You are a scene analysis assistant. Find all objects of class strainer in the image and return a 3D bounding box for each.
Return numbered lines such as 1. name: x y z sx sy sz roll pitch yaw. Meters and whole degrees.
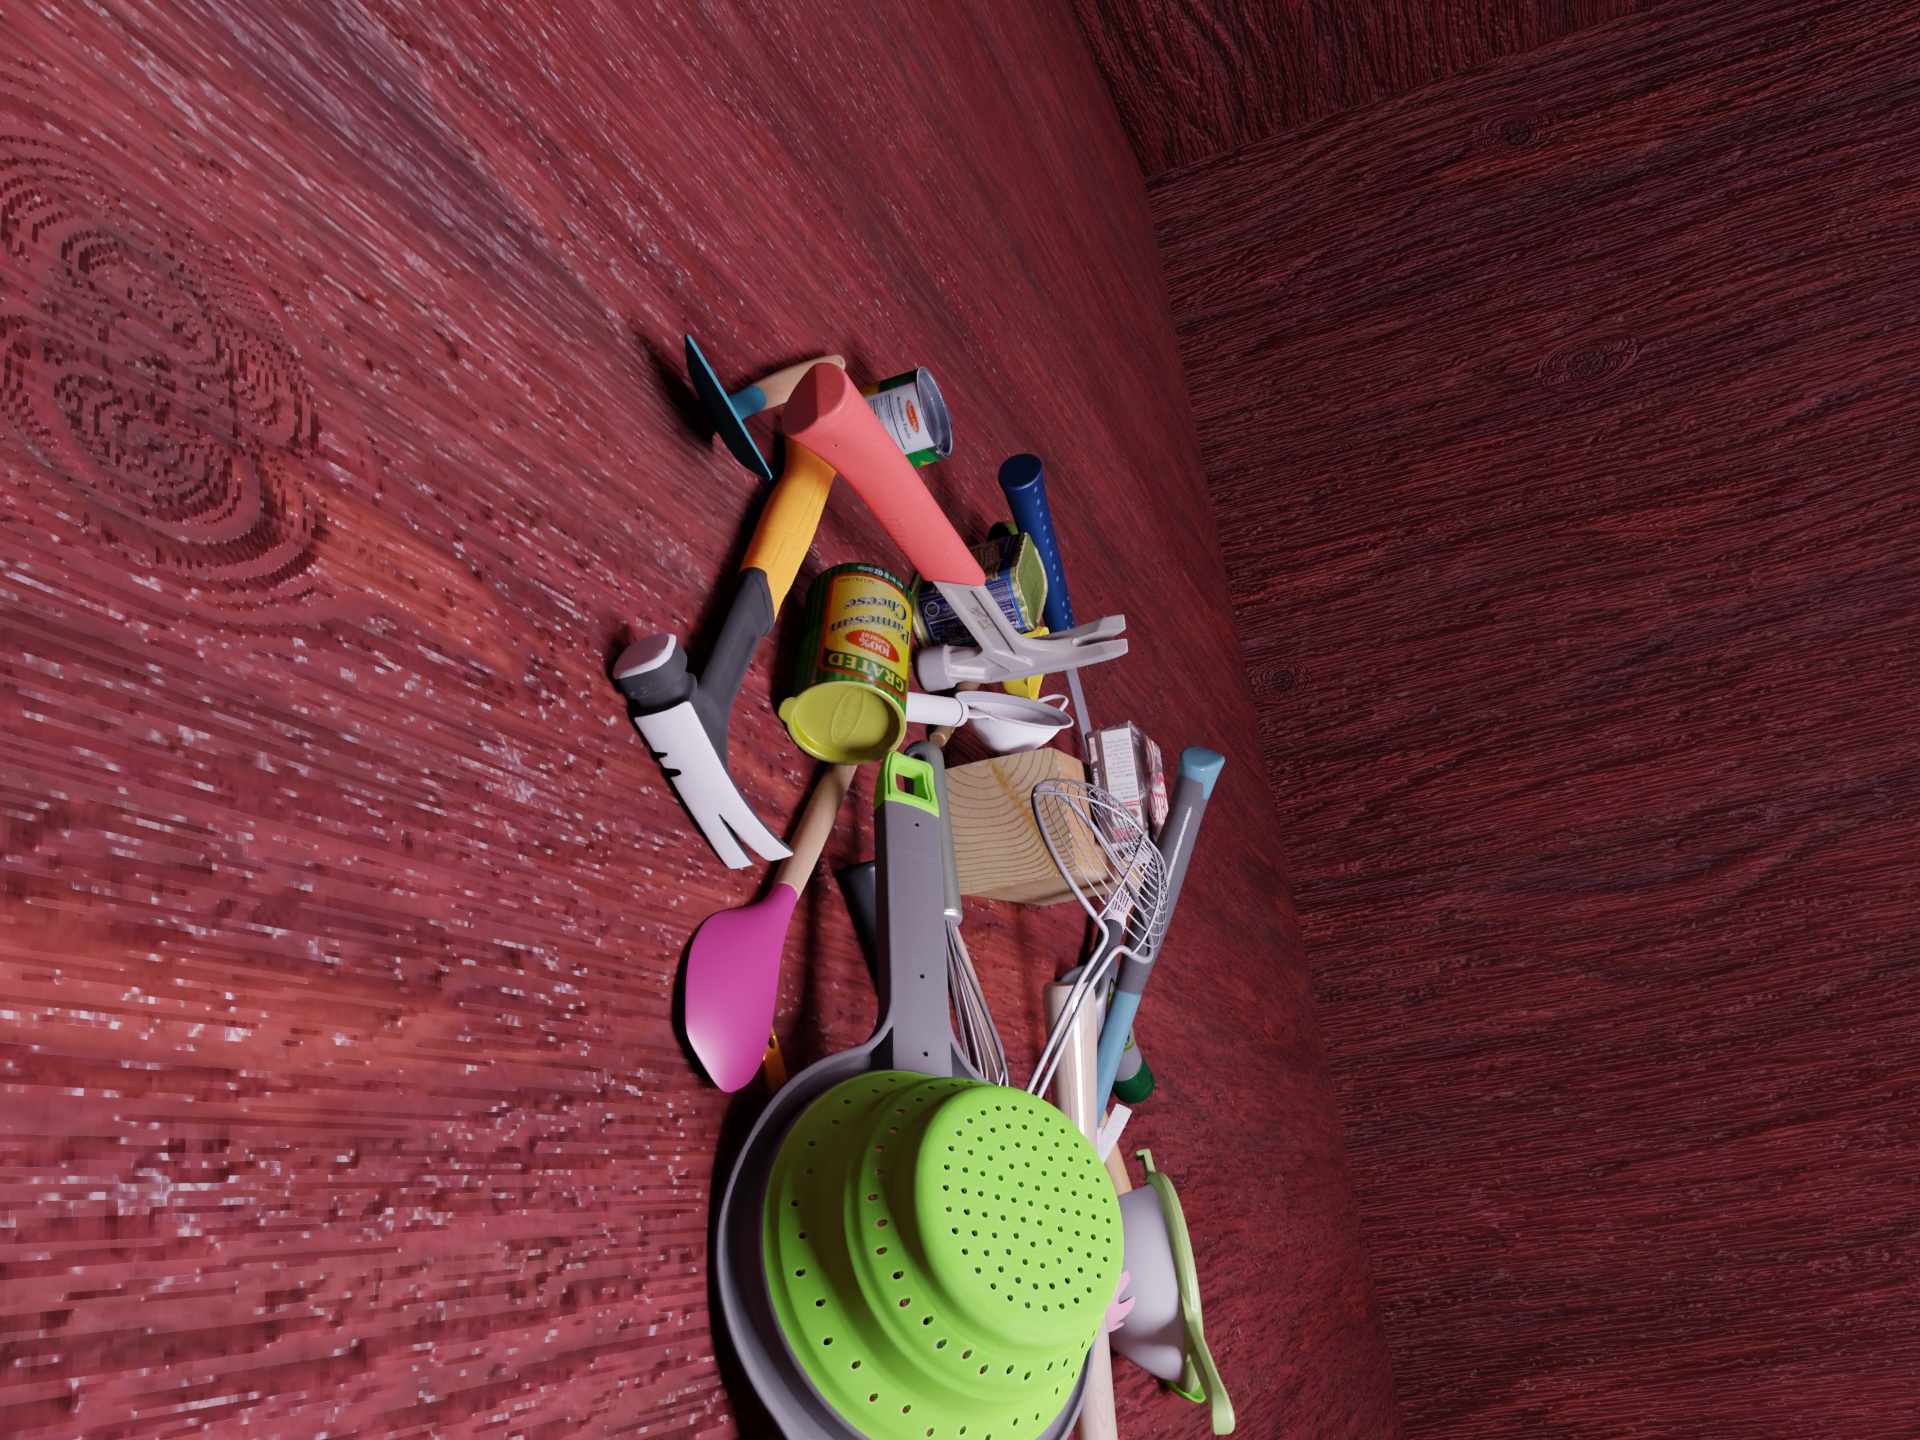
1. strainer: 0.128 0.411 1.087 0.256 0.069 0.151 -116 -159 -82
2. strainer: -0.002 -0.003 1.069 0.258 0.087 0.050 7 101 -56

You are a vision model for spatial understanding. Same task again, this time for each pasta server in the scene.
1. pasta server: 0.039 0.263 1.043 0.040 0.060 0.316 -26 97 -65

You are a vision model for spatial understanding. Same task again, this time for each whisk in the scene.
1. whisk: -0.011 0.118 0.879 0.059 0.058 0.247 34 40 -48
2. whisk: 0.144 0.166 1.444 0.285 0.070 0.070 -65 138 -58

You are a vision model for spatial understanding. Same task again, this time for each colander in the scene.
1. colander: -0.001 0.162 0.745 0.204 0.094 0.398 20 47 -28

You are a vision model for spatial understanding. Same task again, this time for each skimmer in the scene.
1. skimmer: 0.029 0.193 0.913 0.127 0.090 0.363 47 57 -31

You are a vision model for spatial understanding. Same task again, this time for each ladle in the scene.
1. ladle: 0.013 -0.068 1.246 0.320 0.062 0.078 -63 157 -56

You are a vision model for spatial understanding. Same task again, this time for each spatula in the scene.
1. spatula: -0.105 -0.198 0.944 0.082 0.044 0.317 59 19 -11

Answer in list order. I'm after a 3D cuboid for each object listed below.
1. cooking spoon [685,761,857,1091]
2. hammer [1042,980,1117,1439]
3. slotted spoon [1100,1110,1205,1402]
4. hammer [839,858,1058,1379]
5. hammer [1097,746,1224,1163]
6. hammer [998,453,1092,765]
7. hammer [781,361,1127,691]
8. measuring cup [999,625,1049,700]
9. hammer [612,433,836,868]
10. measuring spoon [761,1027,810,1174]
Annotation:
1. cooking spoon: -0.085 0.076 0.826 0.068 0.017 0.319 63 19 -21
2. hammer: 0.076 0.368 0.968 0.146 0.038 0.411 14 72 -76
3. slotted spoon: 0.137 0.405 1.276 0.070 0.031 0.313 -42 115 -72
4. hammer: -0.006 0.234 0.929 0.146 0.035 0.334 -53 127 -70
5. hammer: 0.123 0.178 1.123 0.128 0.033 0.331 13 95 -69
6. hammer: 0.091 -0.053 1.333 0.405 0.035 0.144 72 28 -44
7. hammer: -0.007 -0.107 0.971 0.358 0.149 0.037 50 32 -62
8. measuring cup: 0.044 -0.006 1.256 0.062 0.029 0.156 -59 159 -54
9. hammer: -0.103 -0.069 0.862 0.337 0.034 0.127 -80 150 -54
10. measuring spoon: -0.079 0.195 0.763 0.021 0.011 0.117 -18 93 -73
